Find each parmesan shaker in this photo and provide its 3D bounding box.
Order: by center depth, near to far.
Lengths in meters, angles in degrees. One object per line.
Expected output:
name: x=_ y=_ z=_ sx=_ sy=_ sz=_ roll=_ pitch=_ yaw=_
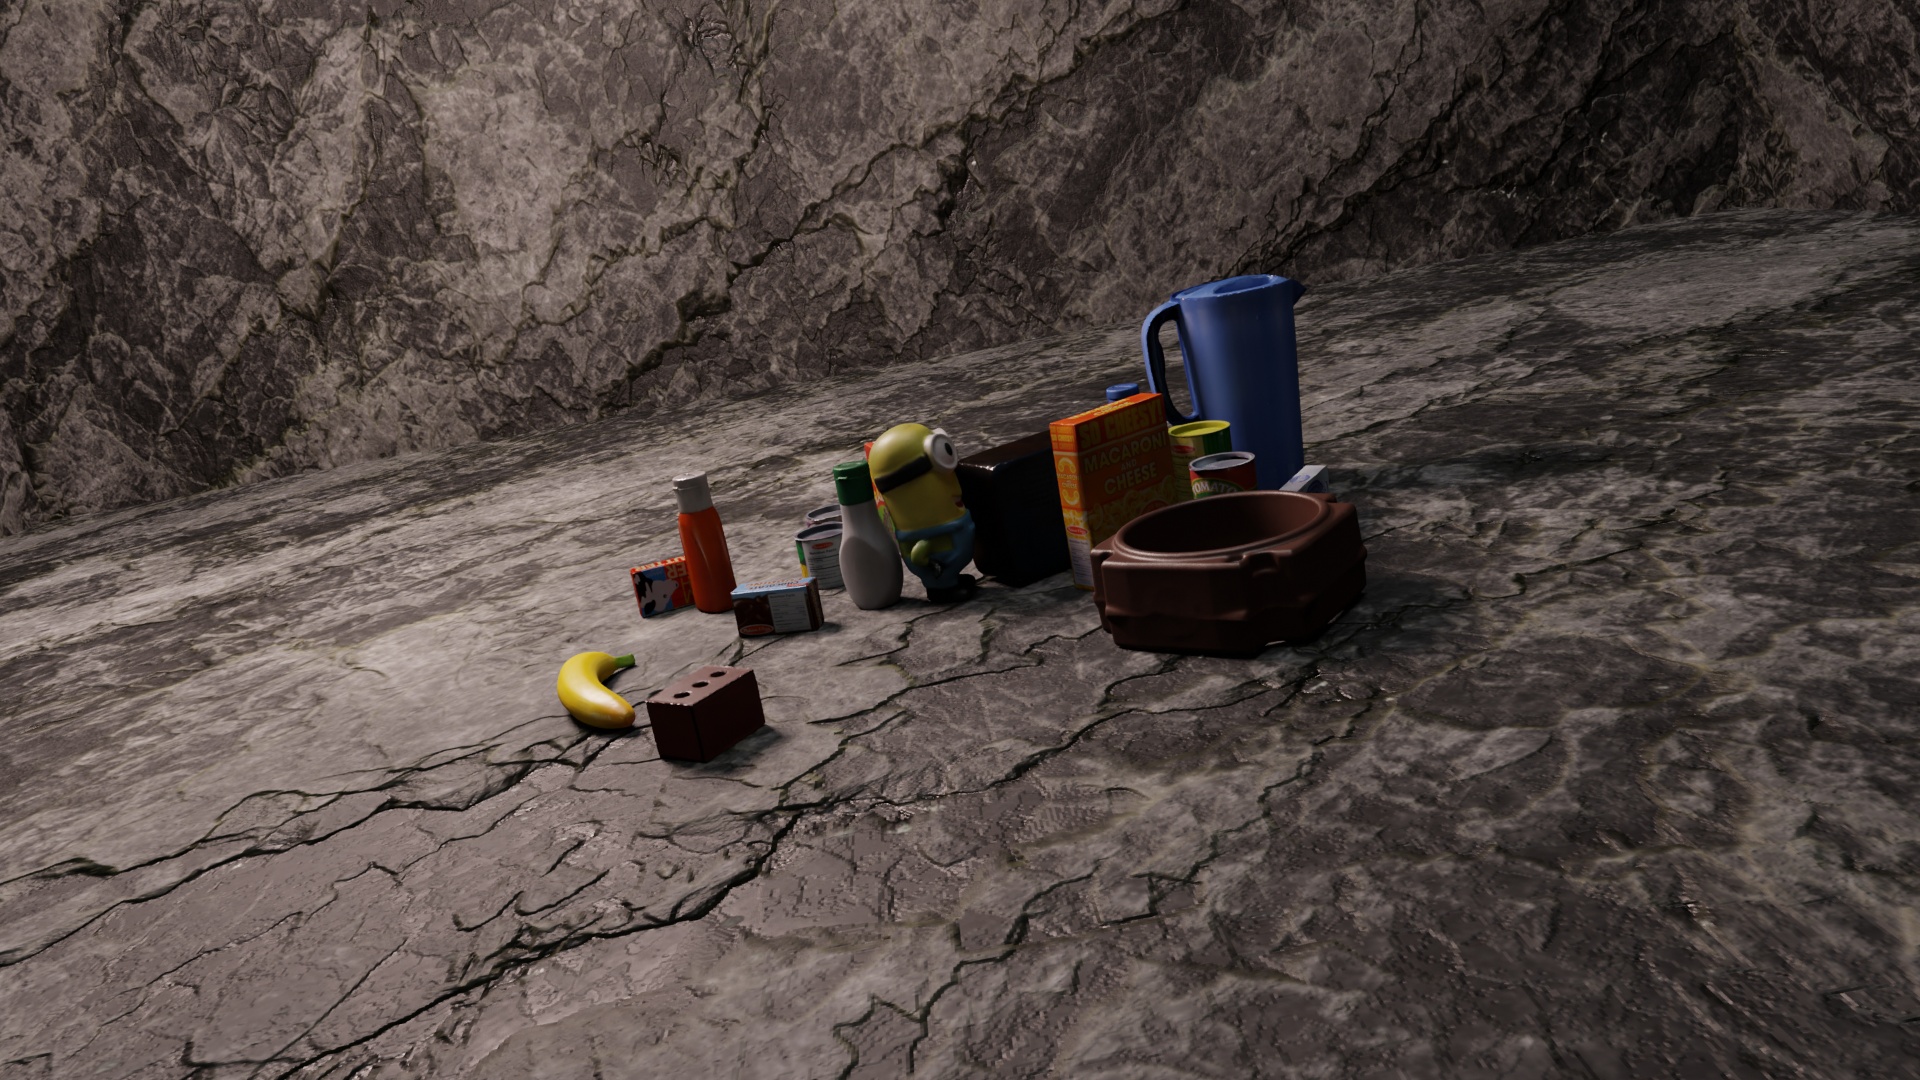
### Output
parmesan shaker: x=0.260 y=-0.071 z=1.486 sx=0.071 sy=0.102 sz=0.071 roll=-10 pitch=15 yaw=3

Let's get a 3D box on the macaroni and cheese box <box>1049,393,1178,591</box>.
macaroni and cheese box: x=0.154 y=-0.048 z=1.351 sx=0.124 sy=0.166 sz=0.040 roll=-21 pitch=18 yaw=-35

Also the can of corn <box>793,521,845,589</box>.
can of corn: x=-0.144 y=0.016 z=1.526 sx=0.071 sy=0.058 sz=0.071 roll=-10 pitch=15 yaw=3

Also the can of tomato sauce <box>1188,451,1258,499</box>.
can of tomato sauce: x=0.269 y=-0.041 z=1.409 sx=0.071 sy=0.083 sz=0.071 roll=-10 pitch=15 yaw=3

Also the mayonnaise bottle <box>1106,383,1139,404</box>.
mayonnaise bottle: x=0.191 y=-0.100 z=1.551 sx=0.041 sy=0.147 sz=0.065 roll=-22 pitch=18 yaw=-37

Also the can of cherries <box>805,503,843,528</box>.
can of cherries: x=-0.144 y=-0.007 z=1.611 sx=0.071 sy=0.058 sz=0.072 roll=-10 pitch=15 yaw=3

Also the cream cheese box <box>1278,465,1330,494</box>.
cream cheese box: x=0.346 y=-0.037 z=1.399 sx=0.024 sy=0.053 sz=0.104 roll=-1 pitch=17 yaw=32

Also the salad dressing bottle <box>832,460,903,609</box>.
salad dressing bottle: x=-0.097 y=-0.006 z=1.401 sx=0.064 sy=0.147 sz=0.044 roll=-3 pitch=16 yaw=28

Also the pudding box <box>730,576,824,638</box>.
pudding box: x=-0.182 y=0.066 z=1.382 sx=0.083 sy=0.049 sz=0.030 roll=-7 pitch=15 yaw=14

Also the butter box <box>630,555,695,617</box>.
butter box: x=-0.309 y=0.045 z=1.538 sx=0.104 sy=0.053 sz=0.024 roll=-16 pitch=15 yaw=-19

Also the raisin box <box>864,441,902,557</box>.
raisin box: x=-0.072 y=-0.051 z=1.599 sx=0.040 sy=0.123 sz=0.086 roll=-14 pitch=15 yaw=-14

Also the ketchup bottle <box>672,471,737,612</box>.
ketchup bottle: x=-0.277 y=0.001 z=1.494 sx=0.044 sy=0.148 sz=0.065 roll=-19 pitch=17 yaw=-31
